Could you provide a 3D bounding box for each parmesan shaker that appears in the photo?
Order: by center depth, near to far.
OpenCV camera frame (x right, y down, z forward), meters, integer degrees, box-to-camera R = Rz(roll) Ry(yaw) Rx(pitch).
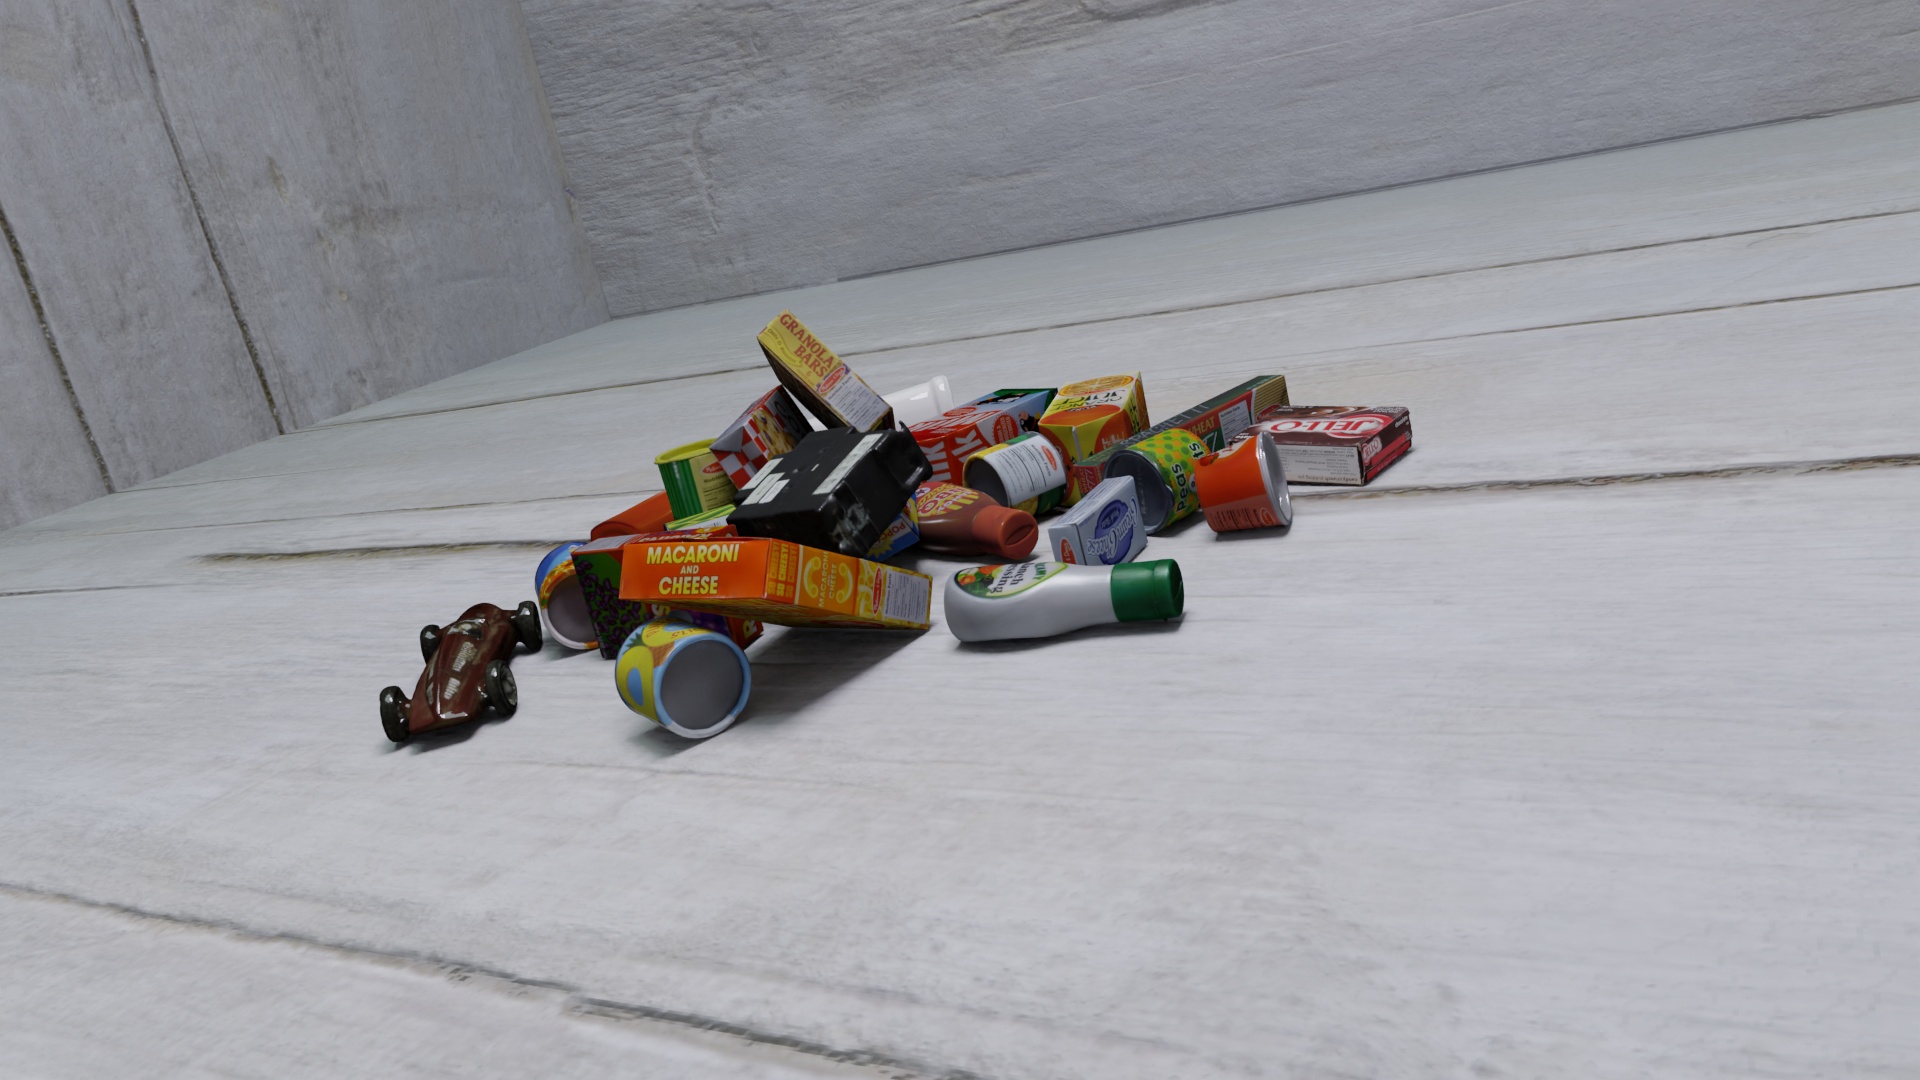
[{"bbox_3d":[-0.217,-0.029,1.189,0.071,0.102,0.071,-12,16,3],"label":"parmesan shaker"}]

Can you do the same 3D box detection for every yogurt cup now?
[{"bbox_3d":[0.199,-0.038,0.982,0.054,0.072,0.073,-15,15,22],"label":"yogurt cup"}]

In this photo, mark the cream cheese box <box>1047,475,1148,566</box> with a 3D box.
[{"bbox_3d":[0.097,-0.004,0.961,0.024,0.053,0.104,-5,18,31],"label":"cream cheese box"}]

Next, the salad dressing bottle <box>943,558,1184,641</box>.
[{"bbox_3d":[0.065,0.036,0.873,0.147,0.044,0.064,-6,19,22],"label":"salad dressing bottle"}]

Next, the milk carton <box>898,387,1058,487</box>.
[{"bbox_3d":[0.007,-0.076,1.229,0.073,0.072,0.191,4,24,45],"label":"milk carton"}]

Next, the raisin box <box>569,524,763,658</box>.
[{"bbox_3d":[-0.211,0.037,0.999,0.123,0.086,0.040,-5,16,25],"label":"raisin box"}]

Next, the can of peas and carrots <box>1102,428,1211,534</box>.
[{"bbox_3d":[0.150,-0.044,1.031,0.059,0.070,0.071,-24,20,-35],"label":"can of peas and carrots"}]

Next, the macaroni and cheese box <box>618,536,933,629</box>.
[{"bbox_3d":[-0.116,0.030,0.901,0.123,0.040,0.166,-2,-11,34],"label":"macaroni and cheese box"}]

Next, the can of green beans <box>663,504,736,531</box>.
[{"bbox_3d":[-0.201,0.010,1.116,0.058,0.071,0.071,-17,17,-15],"label":"can of green beans"}]

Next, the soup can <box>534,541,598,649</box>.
[{"bbox_3d":[-0.292,0.040,1.079,0.071,0.071,0.084,-18,18,-16],"label":"soup can"}]

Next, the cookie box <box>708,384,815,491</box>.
[{"bbox_3d":[-0.149,-0.059,1.195,0.040,0.122,0.168,-31,13,13],"label":"cookie box"}]

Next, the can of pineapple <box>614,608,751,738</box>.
[{"bbox_3d":[-0.170,0.082,0.853,0.071,0.070,0.058,-24,20,-33],"label":"can of pineapple"}]

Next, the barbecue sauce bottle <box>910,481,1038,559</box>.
[{"bbox_3d":[0.004,-0.014,1.077,0.065,0.043,0.148,-32,24,-25],"label":"barbecue sauce bottle"}]

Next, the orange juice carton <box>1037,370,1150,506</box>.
[{"bbox_3d":[0.115,-0.085,1.179,0.073,0.071,0.193,-8,17,15],"label":"orange juice carton"}]

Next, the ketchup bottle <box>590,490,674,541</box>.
[{"bbox_3d":[-0.281,-0.023,1.318,0.064,0.043,0.149,-3,19,28],"label":"ketchup bottle"}]

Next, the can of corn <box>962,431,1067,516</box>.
[{"bbox_3d":[0.042,-0.046,1.123,0.058,0.071,0.071,-23,19,-30],"label":"can of corn"}]

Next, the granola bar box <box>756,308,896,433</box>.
[{"bbox_3d":[-0.113,-0.128,1.216,0.039,0.124,0.165,-46,-3,-5],"label":"granola bar box"}]

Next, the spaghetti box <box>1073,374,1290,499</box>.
[{"bbox_3d":[0.188,-0.079,1.143,0.251,0.050,0.028,-26,19,-37],"label":"spaghetti box"}]

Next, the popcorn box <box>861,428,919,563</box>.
[{"bbox_3d":[-0.079,-0.027,1.099,0.085,0.038,0.127,-28,30,13],"label":"popcorn box"}]
